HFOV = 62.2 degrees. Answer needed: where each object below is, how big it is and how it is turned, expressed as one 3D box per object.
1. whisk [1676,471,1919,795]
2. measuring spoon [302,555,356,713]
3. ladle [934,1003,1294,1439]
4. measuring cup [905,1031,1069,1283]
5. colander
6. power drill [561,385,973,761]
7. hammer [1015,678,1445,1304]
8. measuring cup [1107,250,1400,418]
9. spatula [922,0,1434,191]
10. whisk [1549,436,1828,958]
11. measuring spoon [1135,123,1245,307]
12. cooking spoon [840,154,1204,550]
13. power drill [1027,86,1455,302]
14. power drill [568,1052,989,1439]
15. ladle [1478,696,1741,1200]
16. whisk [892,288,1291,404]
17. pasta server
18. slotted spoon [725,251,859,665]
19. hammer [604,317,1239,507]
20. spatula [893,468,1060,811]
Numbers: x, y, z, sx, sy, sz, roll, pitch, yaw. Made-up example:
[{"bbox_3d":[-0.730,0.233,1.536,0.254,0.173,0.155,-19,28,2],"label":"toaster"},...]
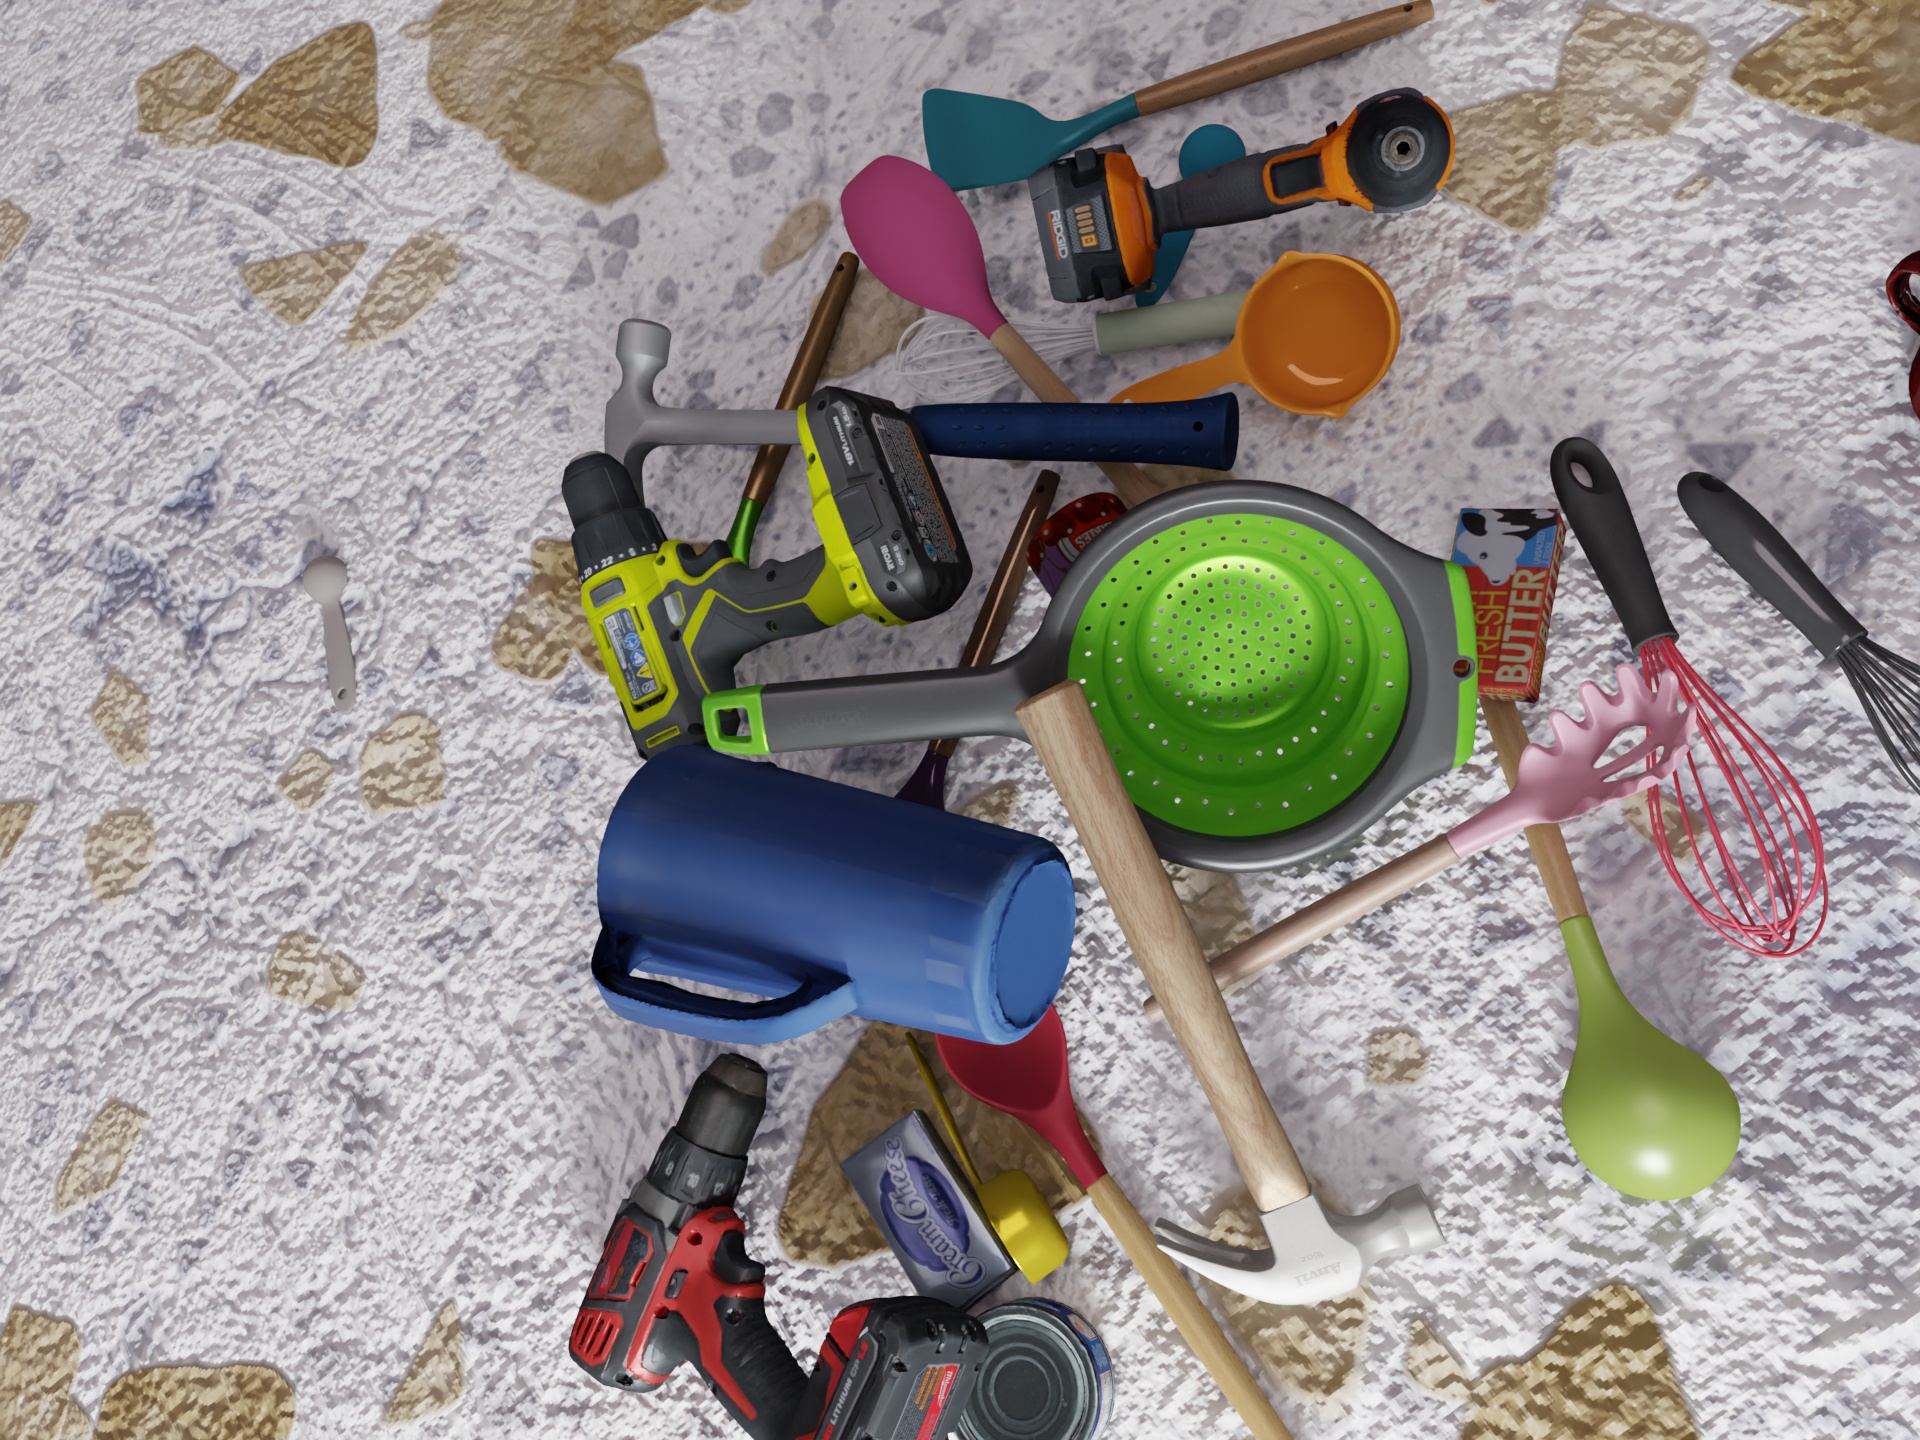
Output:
[{"bbox_3d":[0.439,-0.039,0.783,0.055,0.055,0.239,-35,62,7],"label":"whisk"},{"bbox_3d":[-0.443,-0.062,1.115,0.034,0.018,0.124,-22,70,12],"label":"measuring spoon"},{"bbox_3d":[0.088,0.262,0.831,0.069,0.031,0.316,-38,68,4],"label":"ladle"},{"bbox_3d":[0.013,0.227,0.860,0.029,0.062,0.157,-30,57,-2],"label":"measuring cup"},{"bbox_3d":[0.063,-0.024,0.849,0.397,0.094,0.204,-4,106,9],"label":"colander"},{"bbox_3d":[-0.125,-0.100,0.921,0.228,0.080,0.190,-24,84,24],"label":"power drill"},{"bbox_3d":[0.110,0.136,0.791,0.130,0.031,0.331,-26,90,9],"label":"hammer"},{"bbox_3d":[0.168,-0.209,0.918,0.173,0.052,0.095,-16,99,29],"label":"measuring cup"},{"bbox_3d":[0.133,-0.398,0.993,0.317,0.044,0.082,-13,67,15],"label":"spatula"},{"bbox_3d":[0.357,-0.022,0.801,0.073,0.073,0.296,-18,64,14],"label":"whisk"},{"bbox_3d":[0.136,-0.313,0.979,0.042,0.021,0.128,22,84,23],"label":"measuring spoon"},{"bbox_3d":[0.040,-0.212,0.941,0.069,0.017,0.319,-41,82,8],"label":"cooking spoon"},{"bbox_3d":[0.158,-0.295,0.885,0.226,0.164,0.084,-10,105,14],"label":"power drill"},{"bbox_3d":[-0.098,0.298,0.844,0.227,0.080,0.188,19,82,37],"label":"power drill"},{"bbox_3d":[0.304,0.079,0.804,0.078,0.062,0.320,-24,61,25],"label":"ladle"},{"bbox_3d":[0.076,-0.233,0.968,0.246,0.059,0.057,-6,112,14],"label":"whisk"},{"bbox_3d":[0.222,0.074,0.803,0.316,0.040,0.060,-33,49,20],"label":"pasta server"},{"bbox_3d":[-0.123,-0.163,1.027,0.070,0.031,0.314,15,79,22],"label":"slotted spoon"},{"bbox_3d":[-0.039,-0.167,0.946,0.405,0.035,0.144,5,87,23],"label":"hammer"},{"bbox_3d":[-0.001,-0.003,0.942,0.060,0.018,0.316,19,83,22],"label":"spatula"}]
